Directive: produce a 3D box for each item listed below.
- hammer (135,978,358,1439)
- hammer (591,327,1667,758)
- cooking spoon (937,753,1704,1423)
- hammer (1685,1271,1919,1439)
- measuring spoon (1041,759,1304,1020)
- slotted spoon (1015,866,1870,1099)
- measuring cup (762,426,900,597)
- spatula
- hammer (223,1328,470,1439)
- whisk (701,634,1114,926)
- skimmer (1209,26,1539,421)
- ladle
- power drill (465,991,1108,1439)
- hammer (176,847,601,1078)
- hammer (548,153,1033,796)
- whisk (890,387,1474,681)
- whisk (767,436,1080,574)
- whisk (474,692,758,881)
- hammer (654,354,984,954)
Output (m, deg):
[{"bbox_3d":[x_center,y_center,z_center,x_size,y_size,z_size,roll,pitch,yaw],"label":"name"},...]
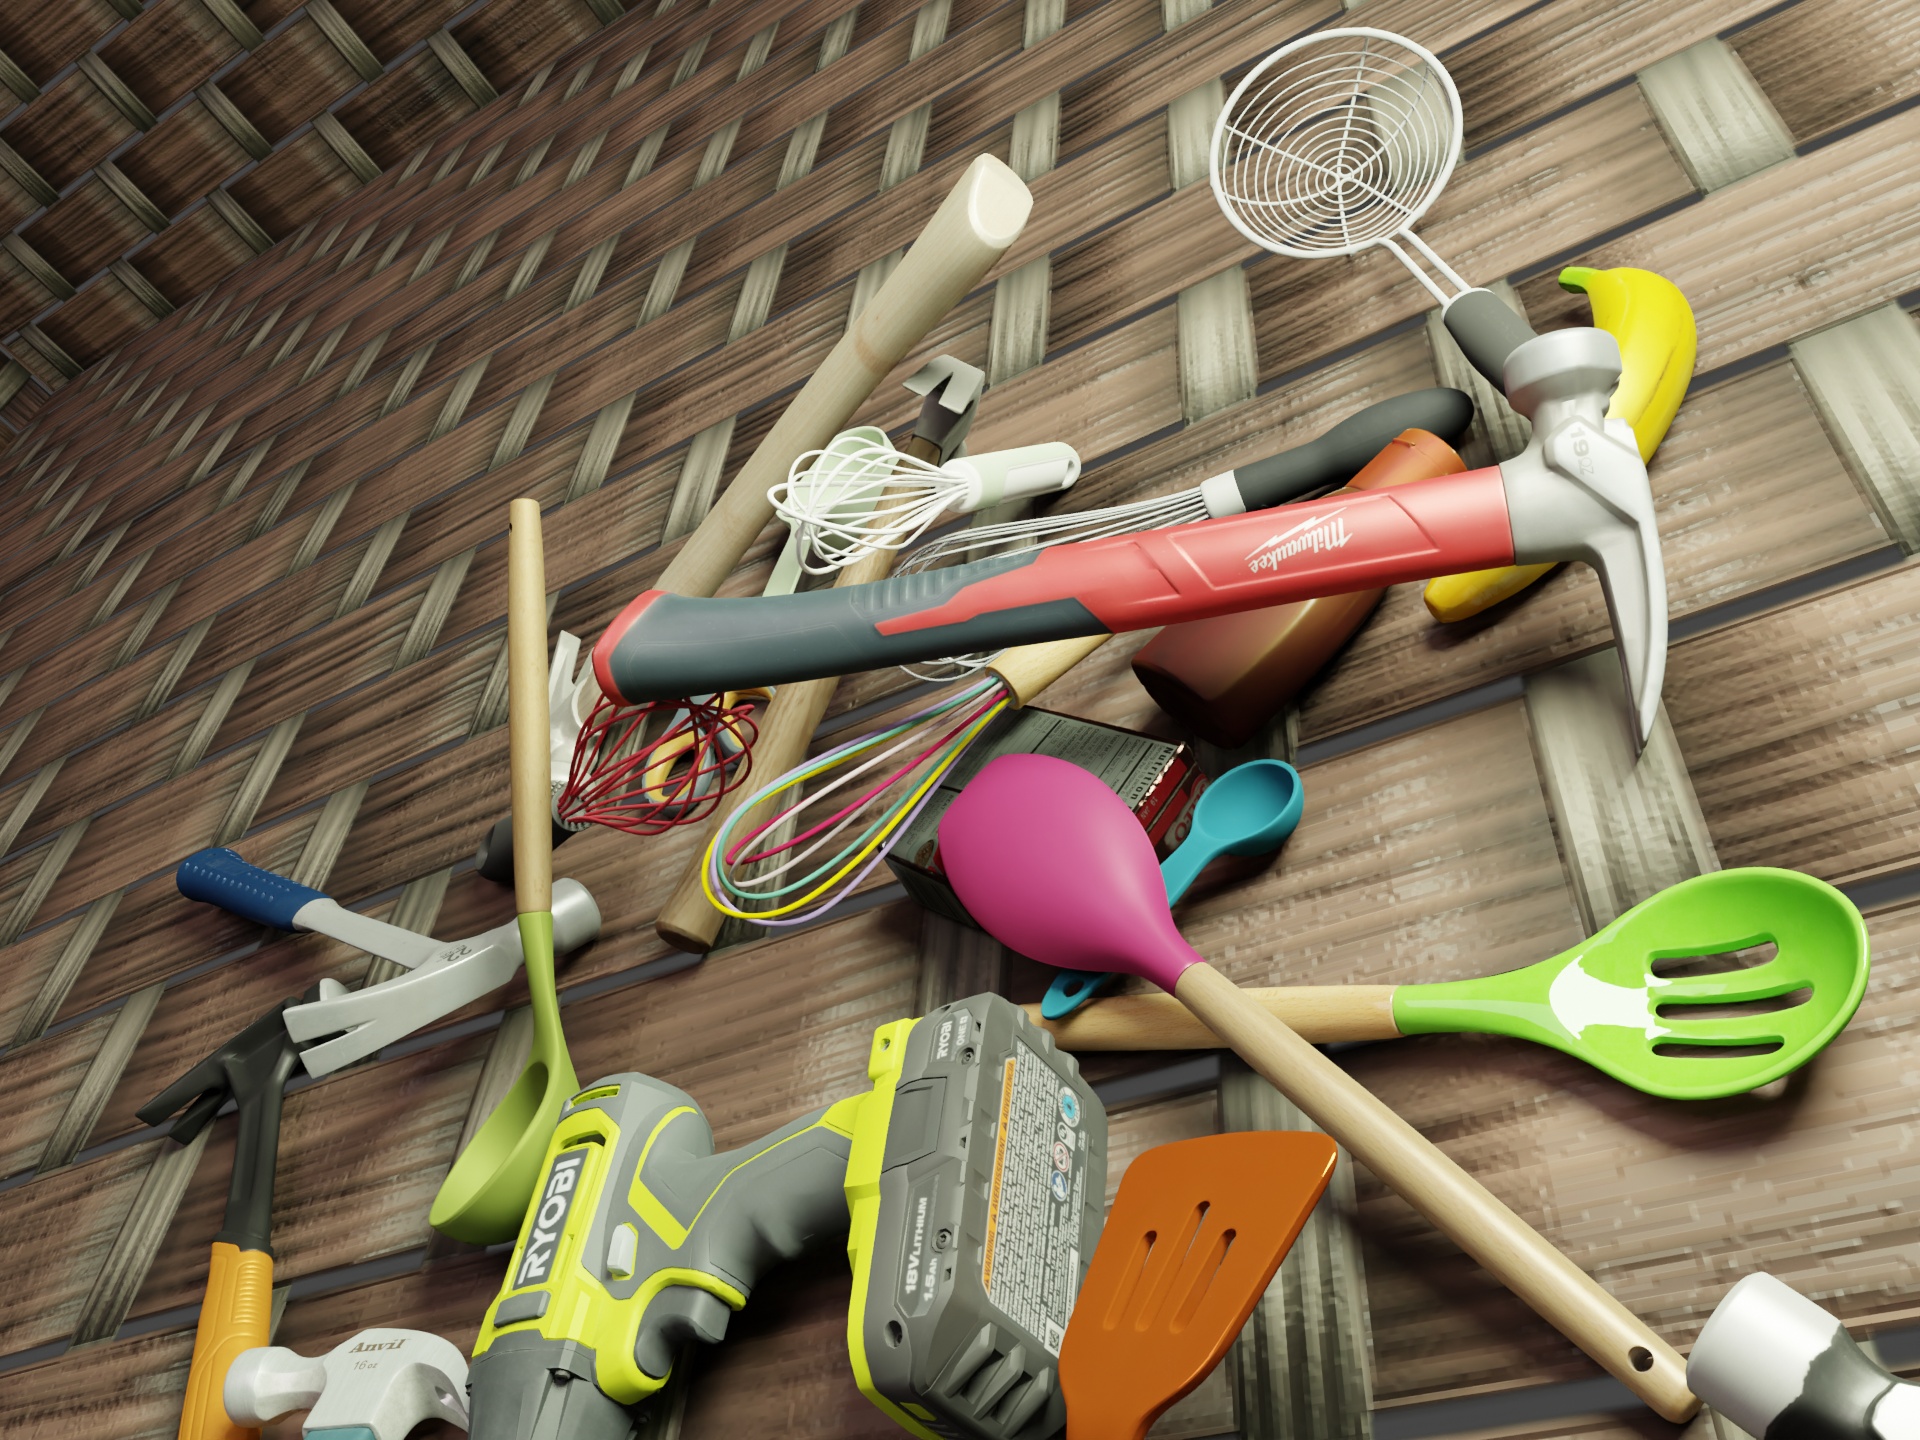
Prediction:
[{"bbox_3d":[-0.333,0.262,0.719,0.127,0.034,0.337,-35,35,5],"label":"hammer"},{"bbox_3d":[0.044,-0.032,0.576,0.386,0.038,0.143,-9,76,17],"label":"hammer"},{"bbox_3d":[0.089,0.095,0.496,0.069,0.017,0.319,-49,45,-3],"label":"cooking spoon"},{"bbox_3d":[0.107,0.256,0.260,0.335,0.035,0.146,-40,46,-19],"label":"hammer"},{"bbox_3d":[0.078,0.065,0.572,0.128,0.021,0.042,-44,29,-13],"label":"measuring spoon"},{"bbox_3d":[0.117,0.092,0.509,0.314,0.031,0.070,-11,46,36],"label":"slotted spoon"},{"bbox_3d":[-0.076,-0.093,0.878,0.083,0.038,0.168,-10,46,35],"label":"measuring cup"},{"bbox_3d":[0.036,0.251,0.365,0.081,0.041,0.323,-25,48,50],"label":"spatula"},{"bbox_3d":[-0.245,0.308,0.481,0.128,0.033,0.331,-10,18,12],"label":"hammer"},{"bbox_3d":[-0.002,-0.004,0.636,0.245,0.051,0.047,-37,27,-18],"label":"whisk"},{"bbox_3d":[0.196,-0.224,0.704,0.127,0.090,0.364,-27,29,14],"label":"skimmer"},{"bbox_3d":[-0.195,0.056,0.680,0.078,0.062,0.320,-24,67,56],"label":"ladle"},{"bbox_3d":[-0.067,0.187,0.531,0.223,0.080,0.171,-22,38,29],"label":"power drill"},{"bbox_3d":[-0.357,0.110,0.876,0.144,0.035,0.406,-28,20,-37],"label":"hammer"},{"bbox_3d":[-0.105,-0.119,0.812,0.410,0.038,0.146,-46,30,28],"label":"hammer"},{"bbox_3d":[0.089,-0.086,0.712,0.284,0.070,0.070,-20,39,17],"label":"whisk"},{"bbox_3d":[-0.004,-0.105,0.720,0.059,0.057,0.246,23,24,23],"label":"whisk"},{"bbox_3d":[-0.176,0.037,0.756,0.296,0.073,0.073,-27,32,52],"label":"whisk"},{"bbox_3d":[-0.062,-0.041,0.772,0.130,0.031,0.331,109,-175,-68],"label":"hammer"}]
